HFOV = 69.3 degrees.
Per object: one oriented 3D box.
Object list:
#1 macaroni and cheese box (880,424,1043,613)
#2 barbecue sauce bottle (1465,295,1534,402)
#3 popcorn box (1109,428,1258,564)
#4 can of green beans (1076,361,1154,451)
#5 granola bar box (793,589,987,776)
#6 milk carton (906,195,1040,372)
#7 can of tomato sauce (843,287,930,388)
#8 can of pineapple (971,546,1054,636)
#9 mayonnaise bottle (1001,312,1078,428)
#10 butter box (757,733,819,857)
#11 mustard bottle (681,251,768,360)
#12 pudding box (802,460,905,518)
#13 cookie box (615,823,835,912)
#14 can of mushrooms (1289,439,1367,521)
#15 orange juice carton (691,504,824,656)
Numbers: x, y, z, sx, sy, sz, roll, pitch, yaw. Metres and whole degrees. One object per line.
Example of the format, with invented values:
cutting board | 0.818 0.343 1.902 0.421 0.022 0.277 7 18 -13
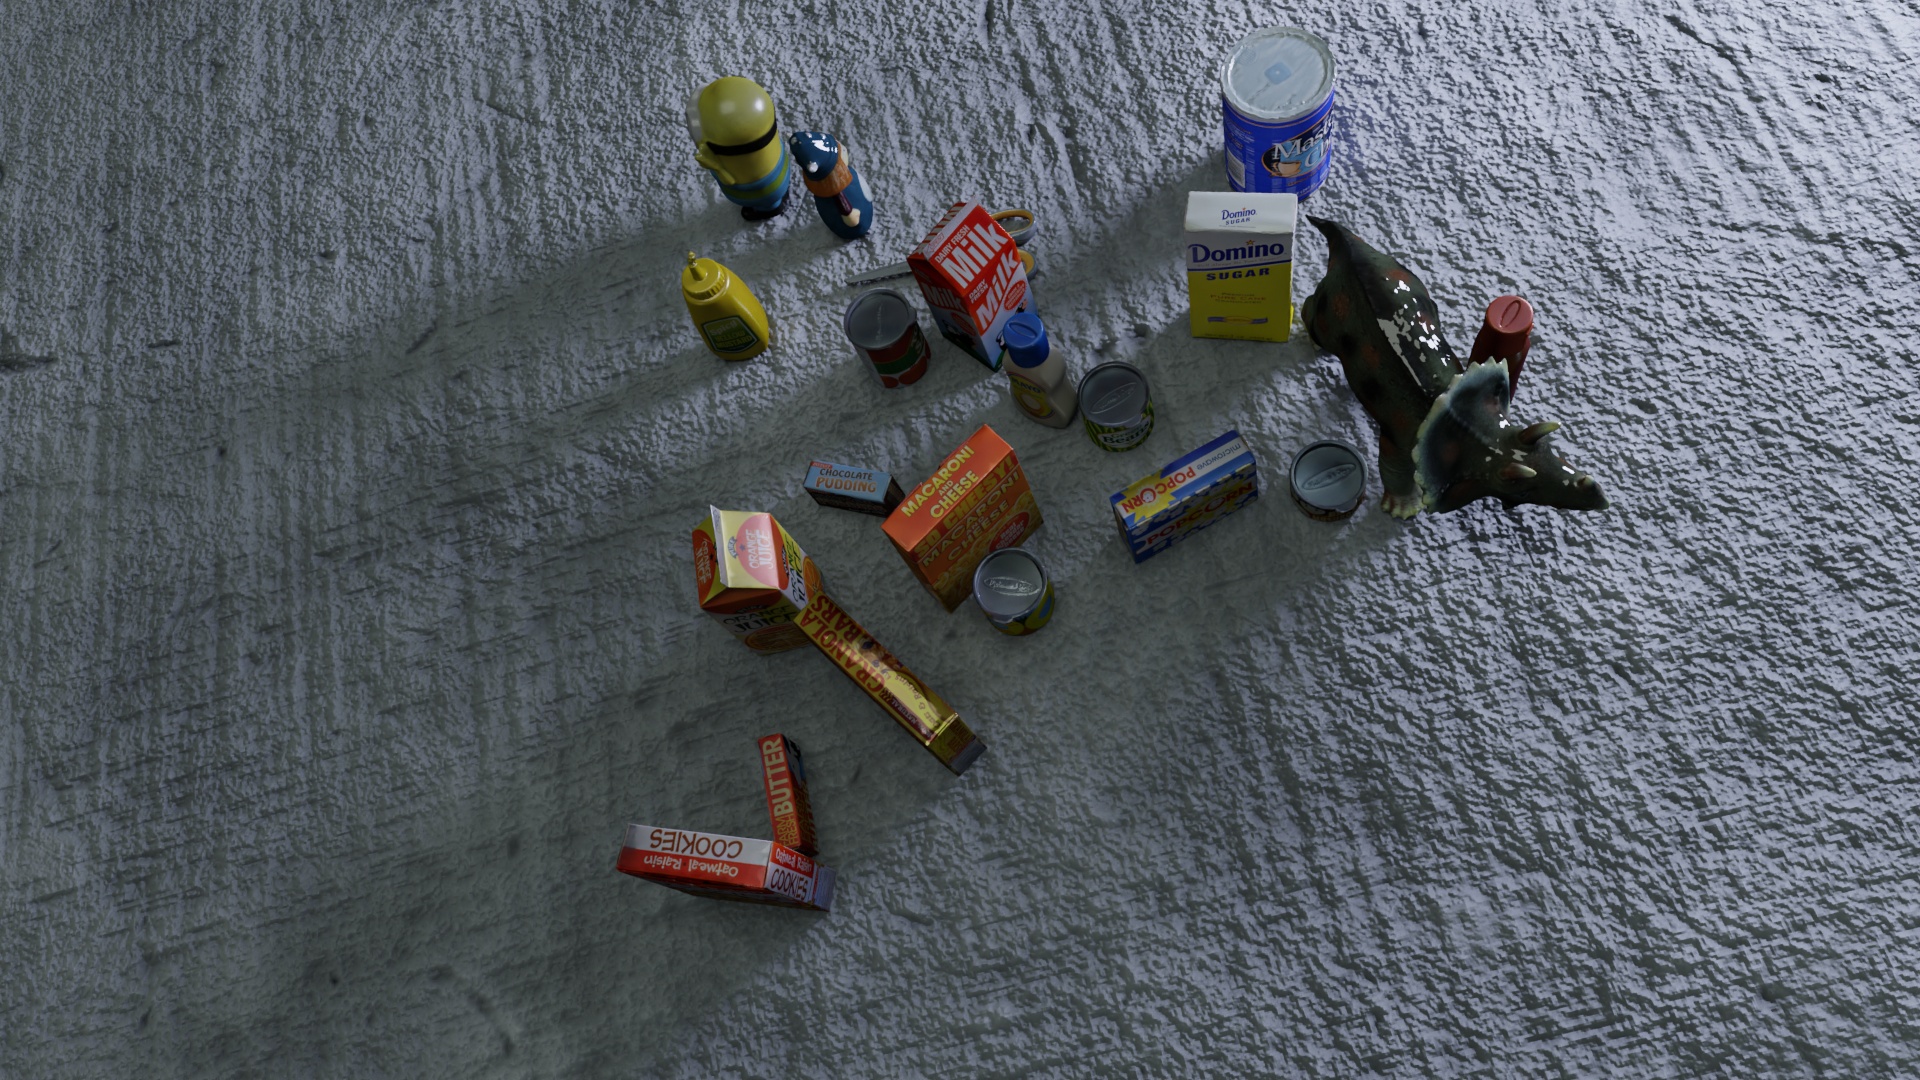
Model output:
macaroni and cheese box | 0.004 -0.015 1.202 0.124 0.166 0.040 -45 67 -7
barbecue sauce bottle | 0.451 -0.153 1.168 0.044 0.148 0.065 31 79 22
popcorn box | 0.197 -0.037 1.213 0.127 0.085 0.038 -29 66 0
can of green beans | 0.143 -0.122 1.274 0.071 0.057 0.071 -4 68 11
granola bar box | -0.060 0.124 1.184 0.166 0.124 0.039 40 82 23
milk carton | 0.010 -0.240 1.277 0.073 0.190 0.072 37 81 23
can of tomato sauce | -0.067 -0.194 1.335 0.071 0.083 0.071 -4 68 11
can of pineapple | 0.047 0.047 1.227 0.071 0.057 0.071 -4 68 11
mayonnaise bottle | 0.068 -0.154 1.254 0.065 0.147 0.041 26 77 21
butter box | -0.149 0.223 1.203 0.024 0.053 0.104 -17 66 6
mustard bottle | -0.235 -0.230 1.345 0.065 0.159 0.049 -14 67 7
pudding box | -0.099 -0.048 1.302 0.084 0.049 0.030 11 72 17
cookie box | -0.186 0.270 1.130 0.123 0.167 0.040 3 70 14
can of mushrooms | 0.323 -0.050 1.218 0.071 0.033 0.071 -4 68 11
orange juice carton | -0.178 0.035 1.208 0.073 0.192 0.072 -13 67 7
